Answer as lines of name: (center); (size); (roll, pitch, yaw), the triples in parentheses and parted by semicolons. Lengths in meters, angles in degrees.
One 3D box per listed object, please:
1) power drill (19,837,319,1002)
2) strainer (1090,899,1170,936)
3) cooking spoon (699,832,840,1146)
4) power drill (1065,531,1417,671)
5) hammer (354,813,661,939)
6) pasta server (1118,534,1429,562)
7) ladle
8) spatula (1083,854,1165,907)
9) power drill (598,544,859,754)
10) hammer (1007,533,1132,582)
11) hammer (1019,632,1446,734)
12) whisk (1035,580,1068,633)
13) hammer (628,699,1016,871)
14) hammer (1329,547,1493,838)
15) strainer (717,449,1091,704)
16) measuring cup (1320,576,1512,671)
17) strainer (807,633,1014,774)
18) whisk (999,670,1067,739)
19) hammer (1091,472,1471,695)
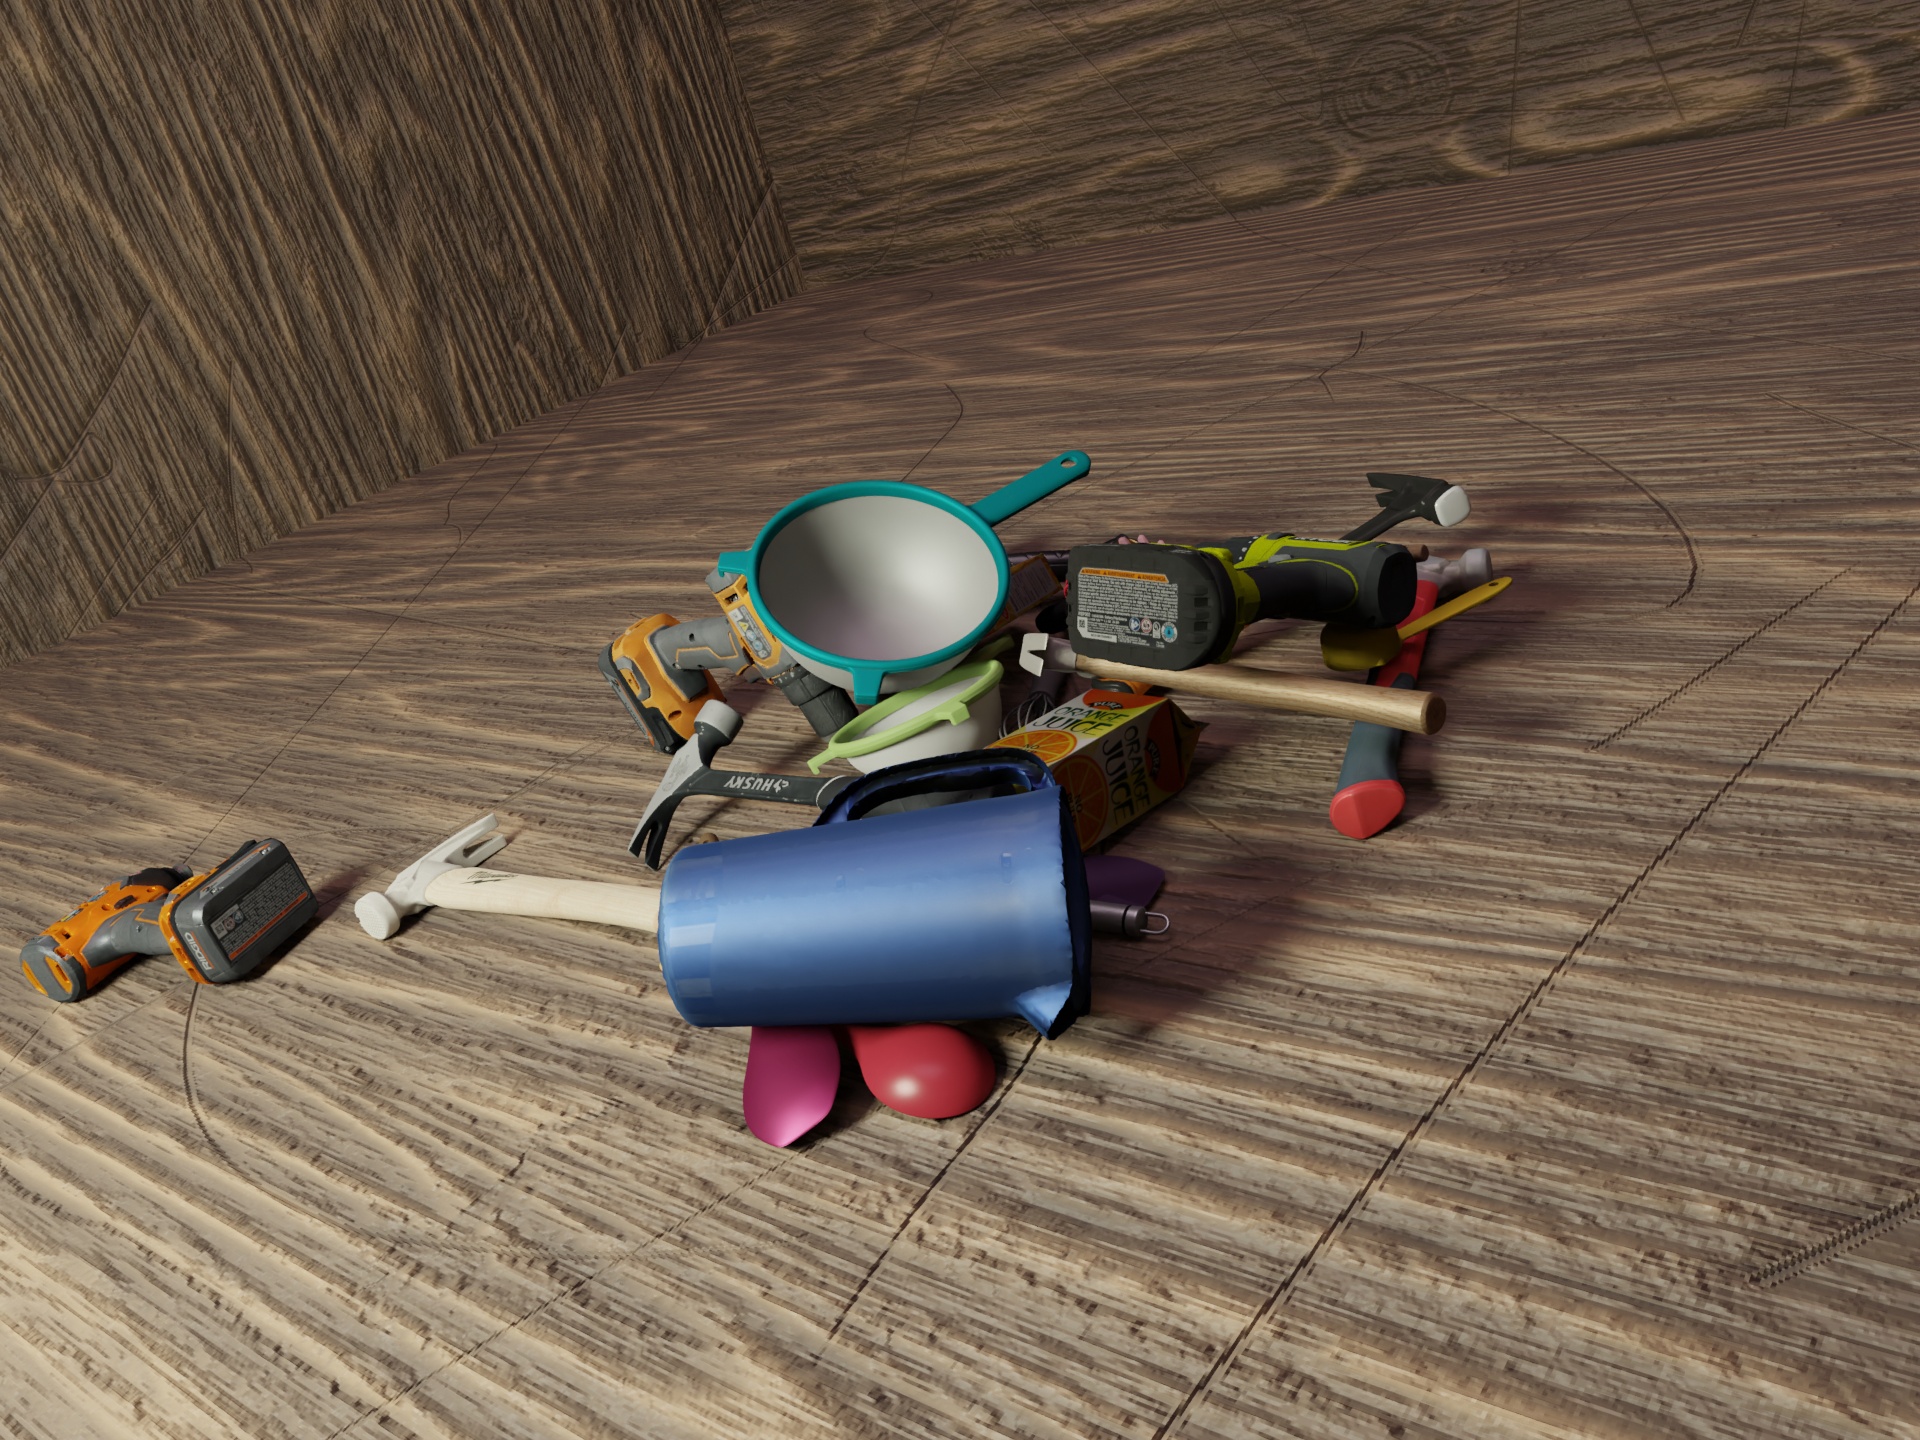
power drill: (-0.664, 0.163, 1.356); (0.226, 0.084, 0.164); (-10, 24, 25)
strainer: (0.019, 0.115, 1.042); (0.258, 0.050, 0.087); (4, 53, 31)
cooking spoon: (-0.135, 0.157, 1.020); (0.069, 0.017, 0.319); (-37, 32, 2)
power drill: (0.182, -0.094, 1.124); (0.228, 0.080, 0.191); (-12, 16, -41)
hammer: (-0.285, 0.133, 1.219); (0.411, 0.038, 0.146); (2, 29, 36)
pasta server: (0.232, -0.127, 1.283); (0.316, 0.040, 0.060); (0, 47, 48)
ladle: (-0.099, 0.184, 0.994); (0.069, 0.031, 0.315); (-33, 27, -35)
spatula: (-0.006, 0.107, 1.106); (0.316, 0.018, 0.060); (0, 30, 31)
power drill: (-0.200, -0.039, 1.413); (0.226, 0.185, 0.084); (-22, 15, 42)
hammer: (0.010, -0.136, 1.532); (0.335, 0.146, 0.035); (-4, -6, 2)
hammer: (0.180, -0.029, 1.125); (0.331, 0.031, 0.130); (11, 5, 41)
whisk: (0.104, -0.095, 1.337); (0.073, 0.073, 0.296); (-21, 2, -9)
hammer: (-0.106, 0.055, 1.148); (0.409, 0.036, 0.149); (2, 55, 50)
hammer: (0.302, -0.030, 1.170); (0.143, 0.038, 0.386); (-6, 26, 27)
strainer: (-0.020, -0.124, 1.330); (0.340, 0.095, 0.211); (-33, 59, -28)
measuring cup: (0.335, -0.082, 1.169); (0.156, 0.029, 0.062); (-25, 23, -7)
strainer: (-0.002, -0.004, 1.292); (0.151, 0.069, 0.256); (-20, 11, 30)
whisk: (0.068, -0.015, 1.291); (0.055, 0.055, 0.239); (-11, 20, 14)
hammer: (0.251, -0.107, 1.311); (0.337, 0.034, 0.127); (-32, 21, -8)
